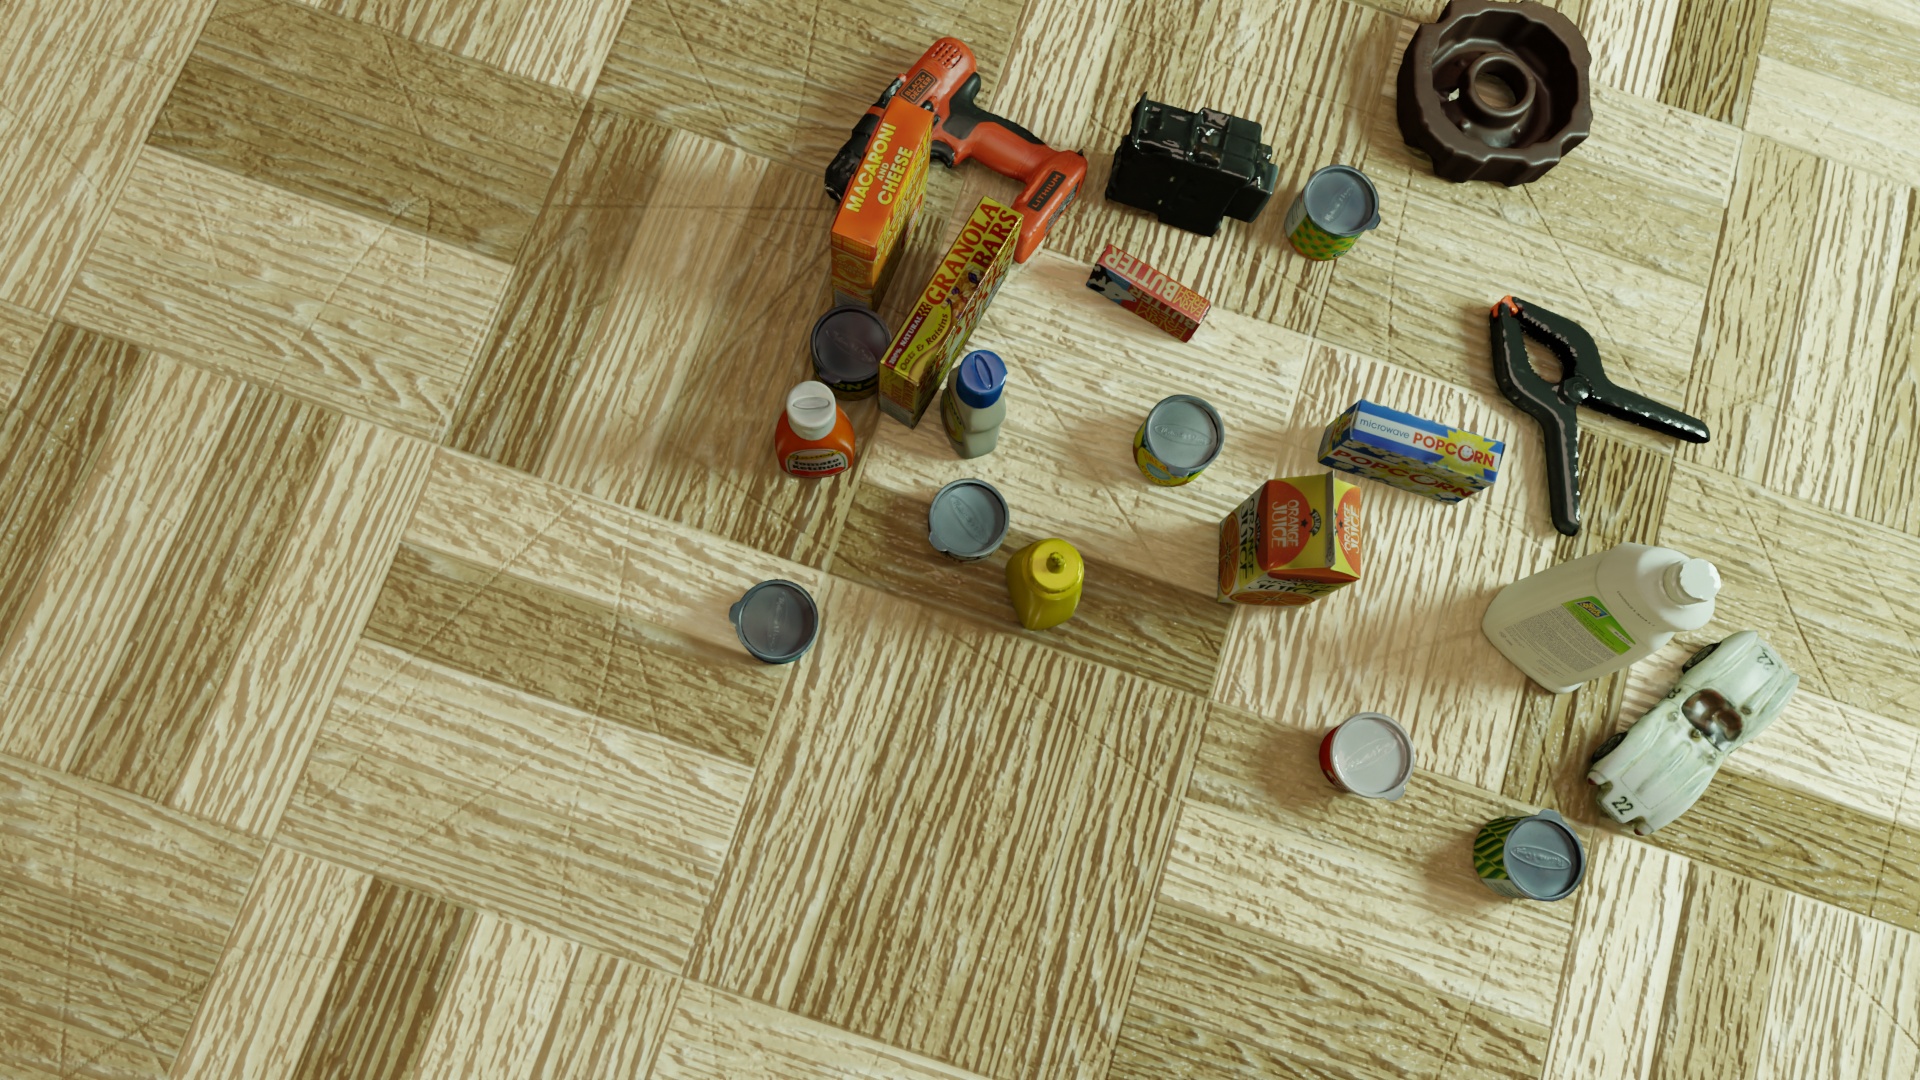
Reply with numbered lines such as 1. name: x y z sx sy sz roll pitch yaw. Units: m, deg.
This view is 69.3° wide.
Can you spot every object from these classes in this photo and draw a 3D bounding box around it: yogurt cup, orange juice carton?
1. yogurt cup: 0.323 0.174 1.116 0.072 0.054 0.072 1 78 -4
2. orange juice carton: 0.258 0.002 1.077 0.073 0.192 0.072 5 78 -3

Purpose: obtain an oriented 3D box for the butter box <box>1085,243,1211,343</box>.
1. butter box: 0.160 -0.211 1.187 0.103 0.053 0.024 31 78 3

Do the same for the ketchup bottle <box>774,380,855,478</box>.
1. ketchup bottle: -0.115 -0.087 1.091 0.065 0.148 0.043 -4 79 -5

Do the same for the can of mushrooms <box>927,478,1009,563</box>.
1. can of mushrooms: 0.004 -0.014 1.143 0.071 0.033 0.071 1 78 -4

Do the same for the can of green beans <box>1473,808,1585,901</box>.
1. can of green beans: 0.452 0.252 1.106 0.071 0.057 0.071 1 78 -4

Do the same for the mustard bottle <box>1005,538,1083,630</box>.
1. mustard bottle: 0.068 0.029 1.074 0.049 0.160 0.065 -18 80 -7

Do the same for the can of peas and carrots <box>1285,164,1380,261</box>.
1. can of peas and carrots: 0.325 -0.284 1.212 0.071 0.058 0.071 1 78 -4

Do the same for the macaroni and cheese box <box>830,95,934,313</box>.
1. macaroni and cheese box: -0.065 -0.262 1.124 0.040 0.166 0.124 22 78 1

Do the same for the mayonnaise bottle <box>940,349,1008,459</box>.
1. mayonnaise bottle: 0.011 -0.112 1.106 0.041 0.147 0.065 -20 80 -8

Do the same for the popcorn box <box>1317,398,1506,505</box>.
1. popcorn box: 0.373 -0.073 1.157 0.127 0.085 0.038 17 78 0

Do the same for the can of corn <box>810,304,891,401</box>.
1. can of corn: -0.092 -0.152 1.153 0.071 0.058 0.071 1 78 -4

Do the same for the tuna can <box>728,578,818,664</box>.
1. tuna can: -0.149 0.066 1.115 0.071 0.032 0.071 1 78 -4

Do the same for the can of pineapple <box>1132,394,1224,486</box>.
1. can of pineapple: 0.180 -0.081 1.158 0.071 0.057 0.071 1 78 -4

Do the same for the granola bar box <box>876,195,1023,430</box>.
1. granola bar box: -0.011 -0.183 1.132 0.039 0.124 0.166 30 78 2
